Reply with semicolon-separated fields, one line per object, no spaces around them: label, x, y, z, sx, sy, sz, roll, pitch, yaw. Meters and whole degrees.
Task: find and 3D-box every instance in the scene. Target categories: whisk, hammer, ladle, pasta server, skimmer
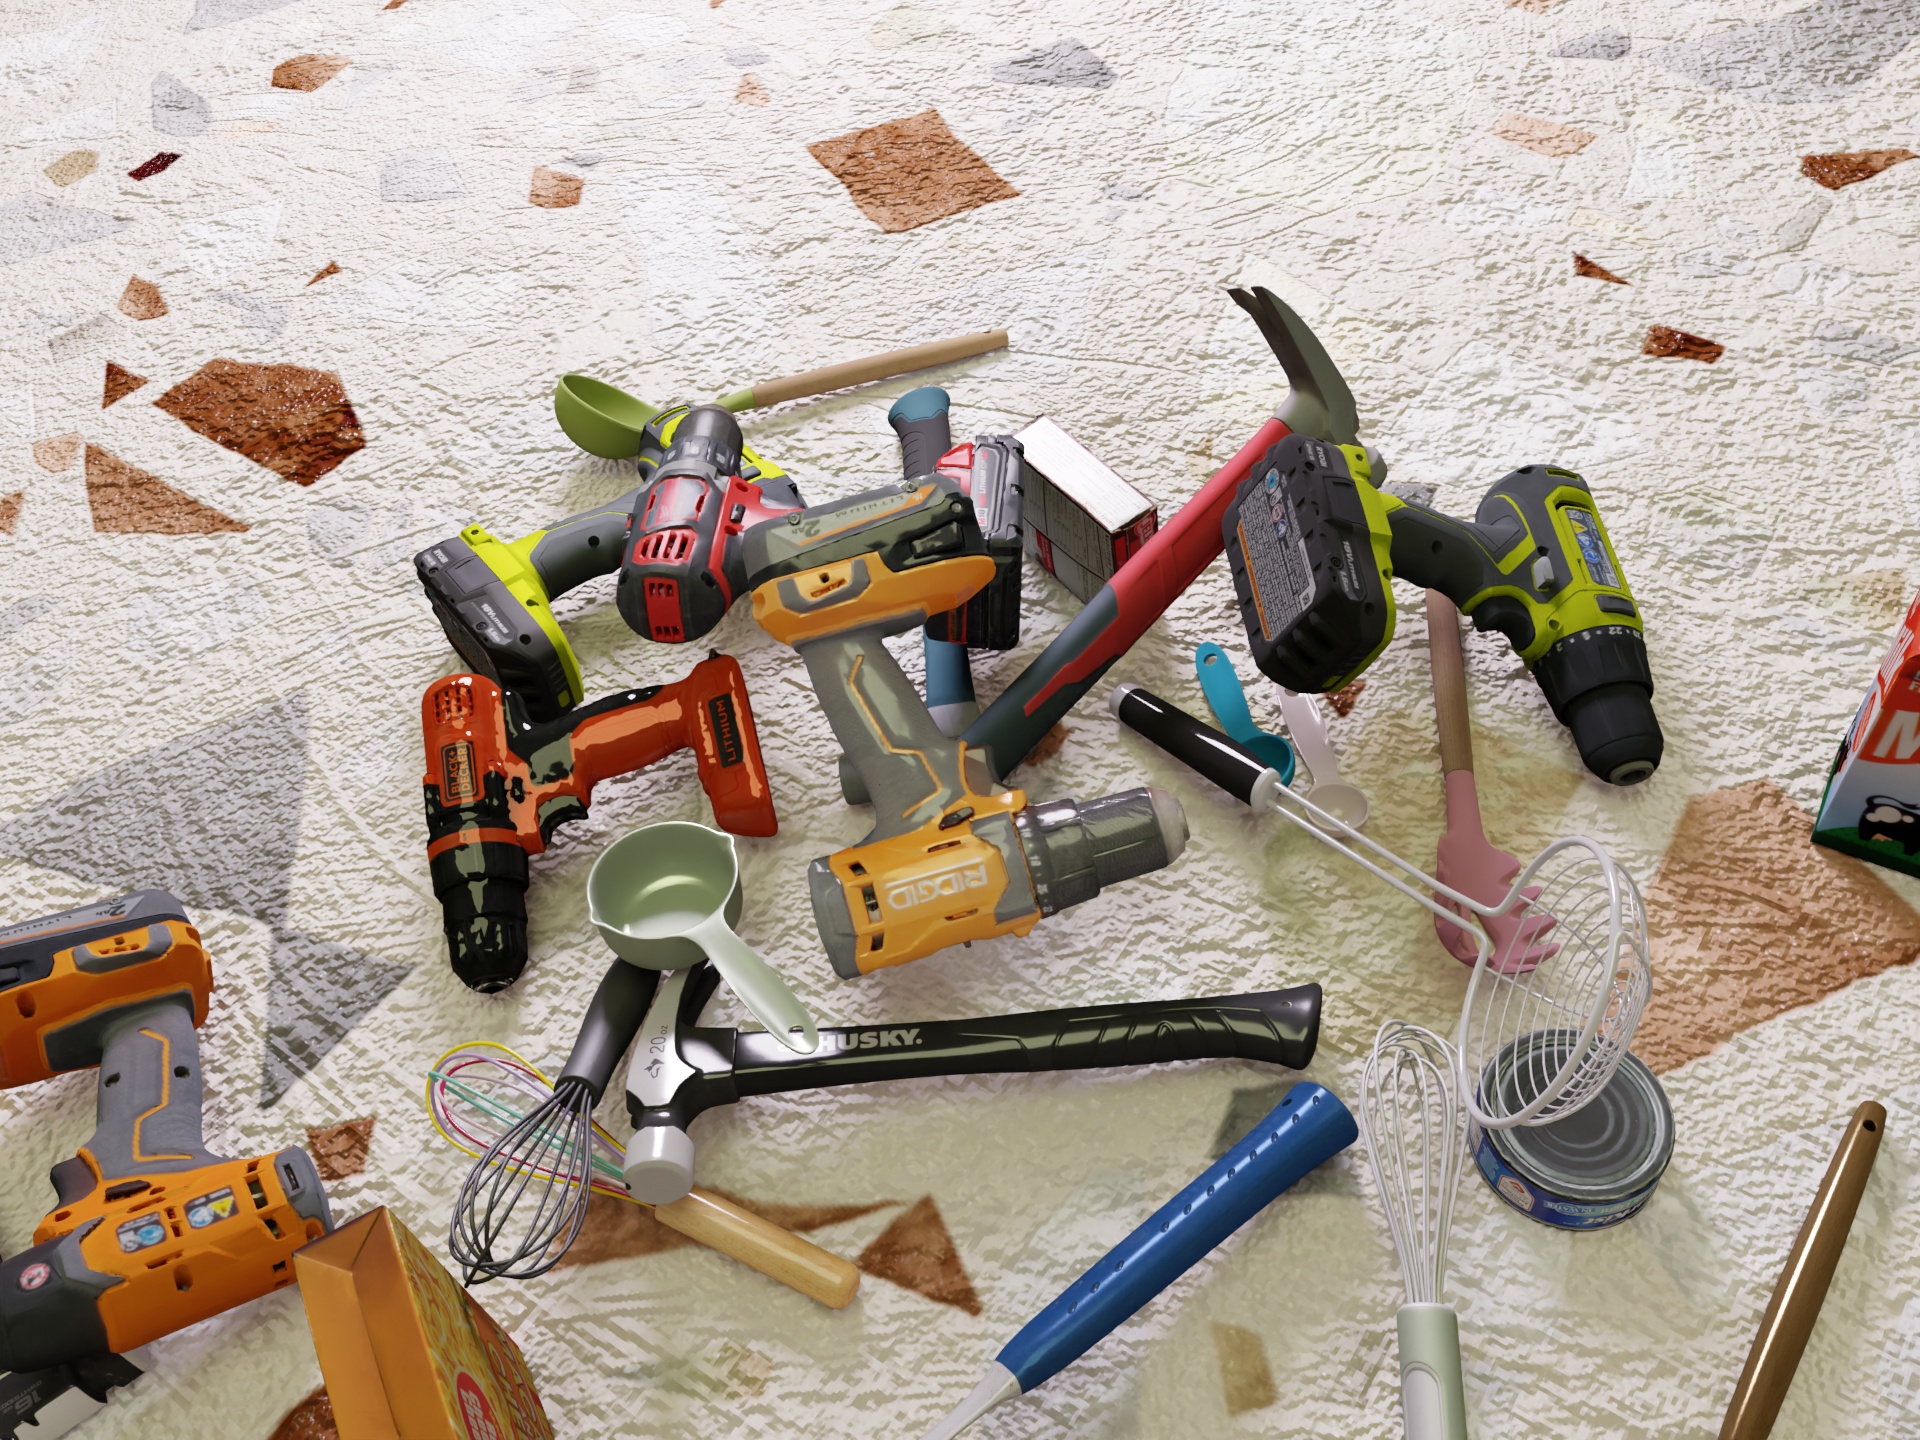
whisk;-0.178;0.170;0.740;0.055;0.055;0.239;-1;26;7
hammer;0.075;-0.065;0.863;0.386;0.143;0.038;-45;26;-13
whisk;0.197;0.244;0.677;0.058;0.059;0.247;-26;45;38
hammer;0.013;0.275;0.644;0.405;0.144;0.035;-31;88;-24
hammer;-0.015;-0.091;0.984;0.128;0.033;0.331;-8;51;3
ladle;-0.121;-0.243;1.108;0.320;0.062;0.078;-15;33;-8
pasta server;0.272;0.005;0.862;0.060;0.040;0.316;15;50;-7
skimmer;0.170;0.057;0.760;0.090;0.127;0.364;8;19;-39
hammer;0.010;0.153;0.770;0.334;0.035;0.146;-4;36;-1
ladle;0.323;0.278;0.644;0.069;0.031;0.315;26;58;25
hammer;-0.522;0.228;0.798;0.127;0.034;0.337;-33;54;-19
whisk;-0.156;0.213;0.753;0.245;0.051;0.047;20;51;19

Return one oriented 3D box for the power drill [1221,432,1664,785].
power drill;0.267;-0.061;0.849;0.228;0.080;0.191;7;57;-22

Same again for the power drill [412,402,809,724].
power drill;-0.205;-0.099;0.991;0.223;0.080;0.171;-34;56;-22

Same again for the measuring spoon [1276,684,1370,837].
measuring spoon;0.196;0.020;0.880;0.034;0.018;0.124;-9;44;0

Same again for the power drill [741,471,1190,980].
power drill;-0.001;-0.003;0.786;0.185;0.084;0.226;-16;80;0

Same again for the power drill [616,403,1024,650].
power drill;-0.077;-0.120;0.923;0.226;0.080;0.188;2;44;1

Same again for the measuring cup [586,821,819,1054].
measuring cup;-0.119;0.115;0.778;0.083;0.038;0.168;-32;52;-25

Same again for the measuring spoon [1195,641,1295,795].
measuring spoon;0.158;0.001;0.898;0.042;0.021;0.129;-28;41;13

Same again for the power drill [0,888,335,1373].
power drill;-0.414;0.196;0.755;0.164;0.084;0.227;-16;48;-34
